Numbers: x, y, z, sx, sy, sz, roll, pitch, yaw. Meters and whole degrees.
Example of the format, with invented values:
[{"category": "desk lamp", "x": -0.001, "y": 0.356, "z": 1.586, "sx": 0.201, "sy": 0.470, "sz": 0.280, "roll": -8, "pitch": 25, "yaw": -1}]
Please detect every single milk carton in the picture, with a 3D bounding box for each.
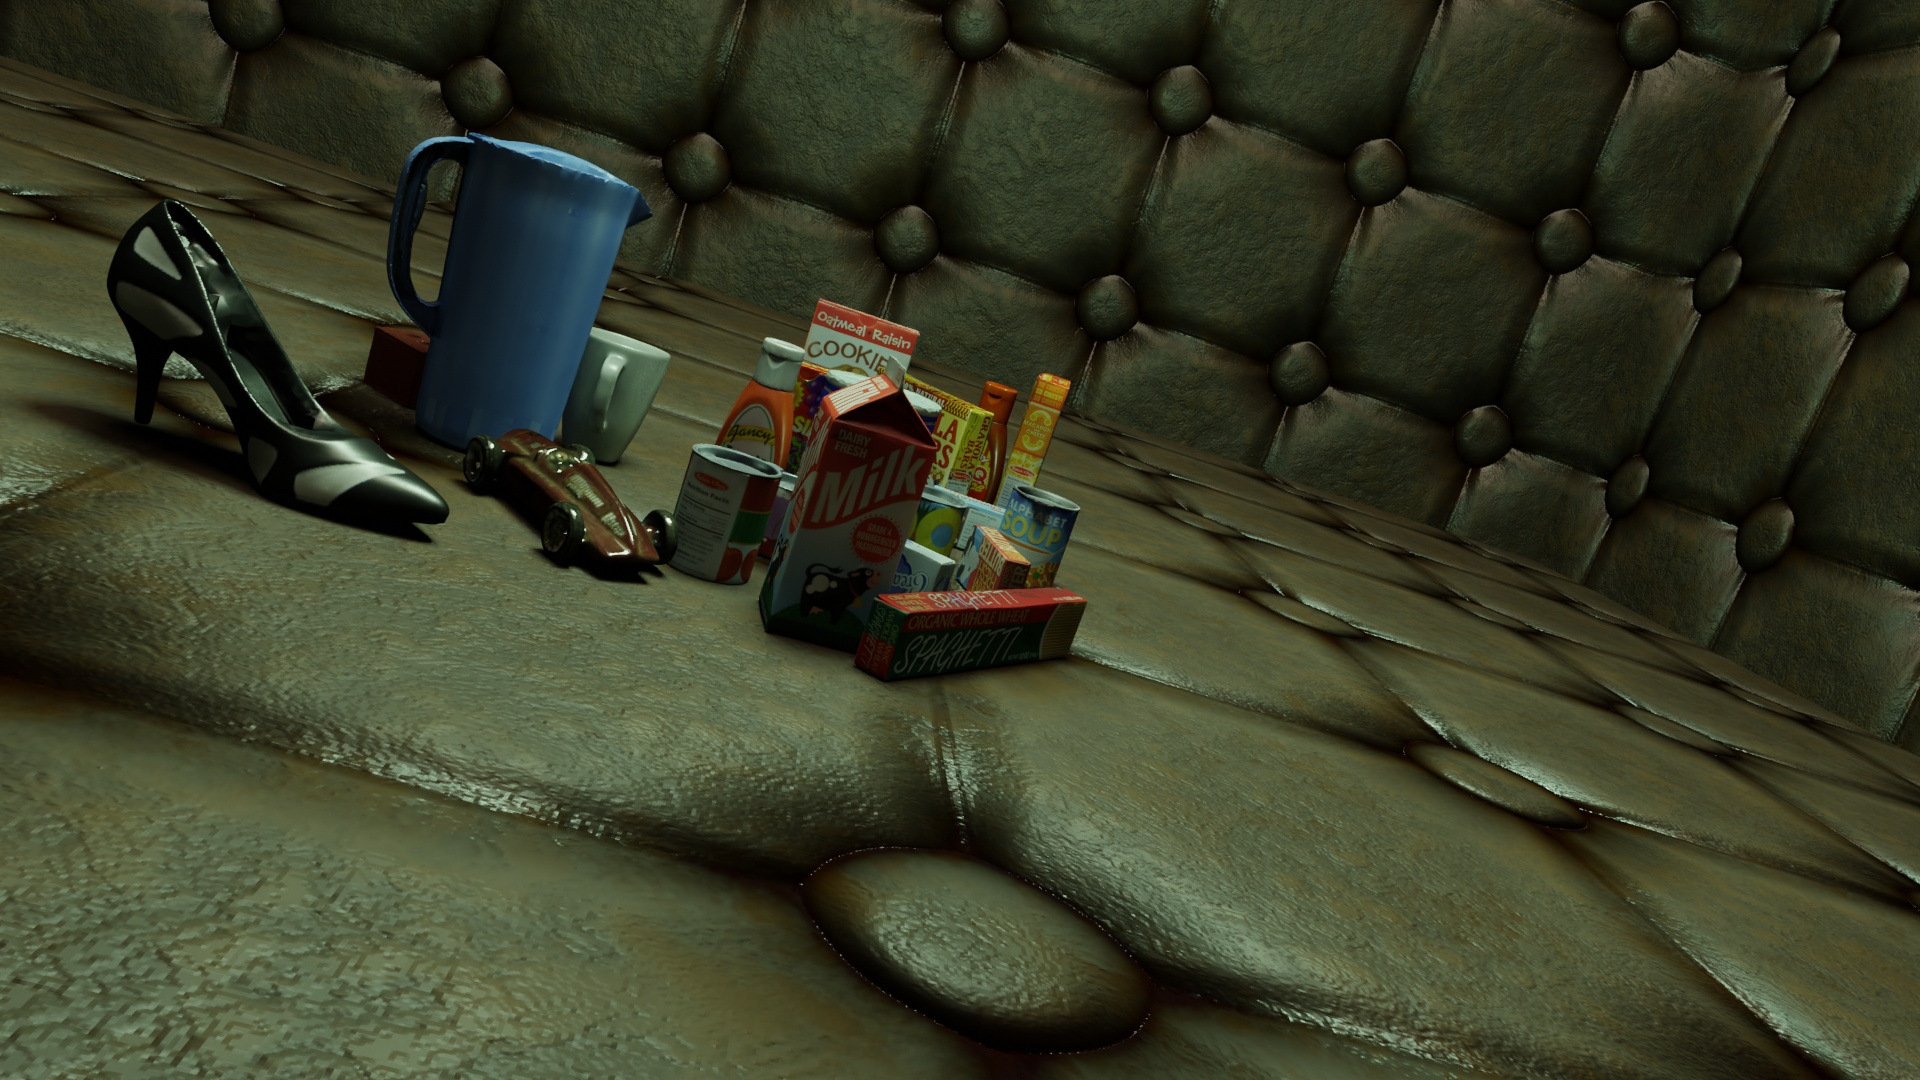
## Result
[{"category": "milk carton", "x": -0.071, "y": -0.029, "z": 0.922, "sx": 0.073, "sy": 0.190, "sz": 0.072, "roll": 16, "pitch": 11, "yaw": -16}]

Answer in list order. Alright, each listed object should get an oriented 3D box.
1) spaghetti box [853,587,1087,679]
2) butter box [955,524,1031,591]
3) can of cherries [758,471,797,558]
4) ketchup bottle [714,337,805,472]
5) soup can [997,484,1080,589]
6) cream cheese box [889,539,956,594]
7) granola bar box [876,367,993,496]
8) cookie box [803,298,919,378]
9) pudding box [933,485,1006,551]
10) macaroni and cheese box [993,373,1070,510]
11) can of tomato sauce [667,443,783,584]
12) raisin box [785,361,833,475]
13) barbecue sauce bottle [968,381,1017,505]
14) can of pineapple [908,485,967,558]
[{"category": "spaghetti box", "x": 0.014, "y": 0.063, "z": 0.985, "sx": 0.029, "sy": 0.050, "sz": 0.250, "roll": 25, "pitch": 13, "yaw": 30}, {"category": "butter box", "x": 0.027, "y": 0.026, "z": 1.172, "sx": 0.024, "sy": 0.053, "sz": 0.104, "roll": 15, "pitch": 12, "yaw": -20}, {"category": "can of cherries", "x": -0.142, "y": -0.020, "z": 1.101, "sx": 0.071, "sy": 0.058, "sz": 0.071, "roll": 18, "pitch": 11, "yaw": -4}, {"category": "ketchup bottle", "x": -0.173, "y": -0.099, "z": 1.197, "sx": 0.065, "sy": 0.148, "sz": 0.043, "roll": 19, "pitch": 11, "yaw": 2}, {"category": "soup can", "x": 0.066, "y": -0.002, "z": 1.291, "sx": 0.071, "sy": 0.083, "sz": 0.071, "roll": 18, "pitch": 11, "yaw": -4}, {"category": "cream cheese box", "x": -0.057, "y": 0.022, "z": 1.057, "sx": 0.104, "sy": 0.053, "sz": 0.024, "roll": 25, "pitch": 12, "yaw": 28}, {"category": "granola bar box", "x": -0.045, "y": -0.104, "z": 1.490, "sx": 0.039, "sy": 0.124, "sz": 0.166, "roll": 9, "pitch": 15, "yaw": -43}, {"category": "cookie box", "x": -0.131, "y": -0.184, "z": 1.624, "sx": 0.123, "sy": 0.167, "sz": 0.040, "roll": 18, "pitch": 11, "yaw": -7}, {"category": "pudding box", "x": 0.005, "y": -0.017, "z": 1.350, "sx": 0.084, "sy": 0.049, "sz": 0.030, "roll": 18, "pitch": 11, "yaw": -3}, {"category": "macaroni and cheese box", "x": 0.081, "y": -0.109, "z": 1.612, "sx": 0.040, "sy": 0.166, "sz": 0.124, "roll": 19, "pitch": 11, "yaw": 1}, {"category": "can of tomato sauce", "x": -0.169, "y": -0.019, "z": 0.990, "sx": 0.071, "sy": 0.083, "sz": 0.071, "roll": 18, "pitch": 11, "yaw": -4}, {"category": "raisin box", "x": -0.166, "y": -0.111, "z": 1.333, "sx": 0.086, "sy": 0.123, "sz": 0.040, "roll": 15, "pitch": 11, "yaw": -19}, {"category": "barbecue sauce bottle", "x": 0.022, "y": -0.097, "z": 1.506, "sx": 0.065, "sy": 0.148, "sz": 0.044, "roll": 22, "pitch": 11, "yaw": 16}, {"category": "can of pineapple", "x": -0.035, "y": -0.017, "z": 1.264, "sx": 0.071, "sy": 0.057, "sz": 0.071, "roll": 18, "pitch": 11, "yaw": -4}]
